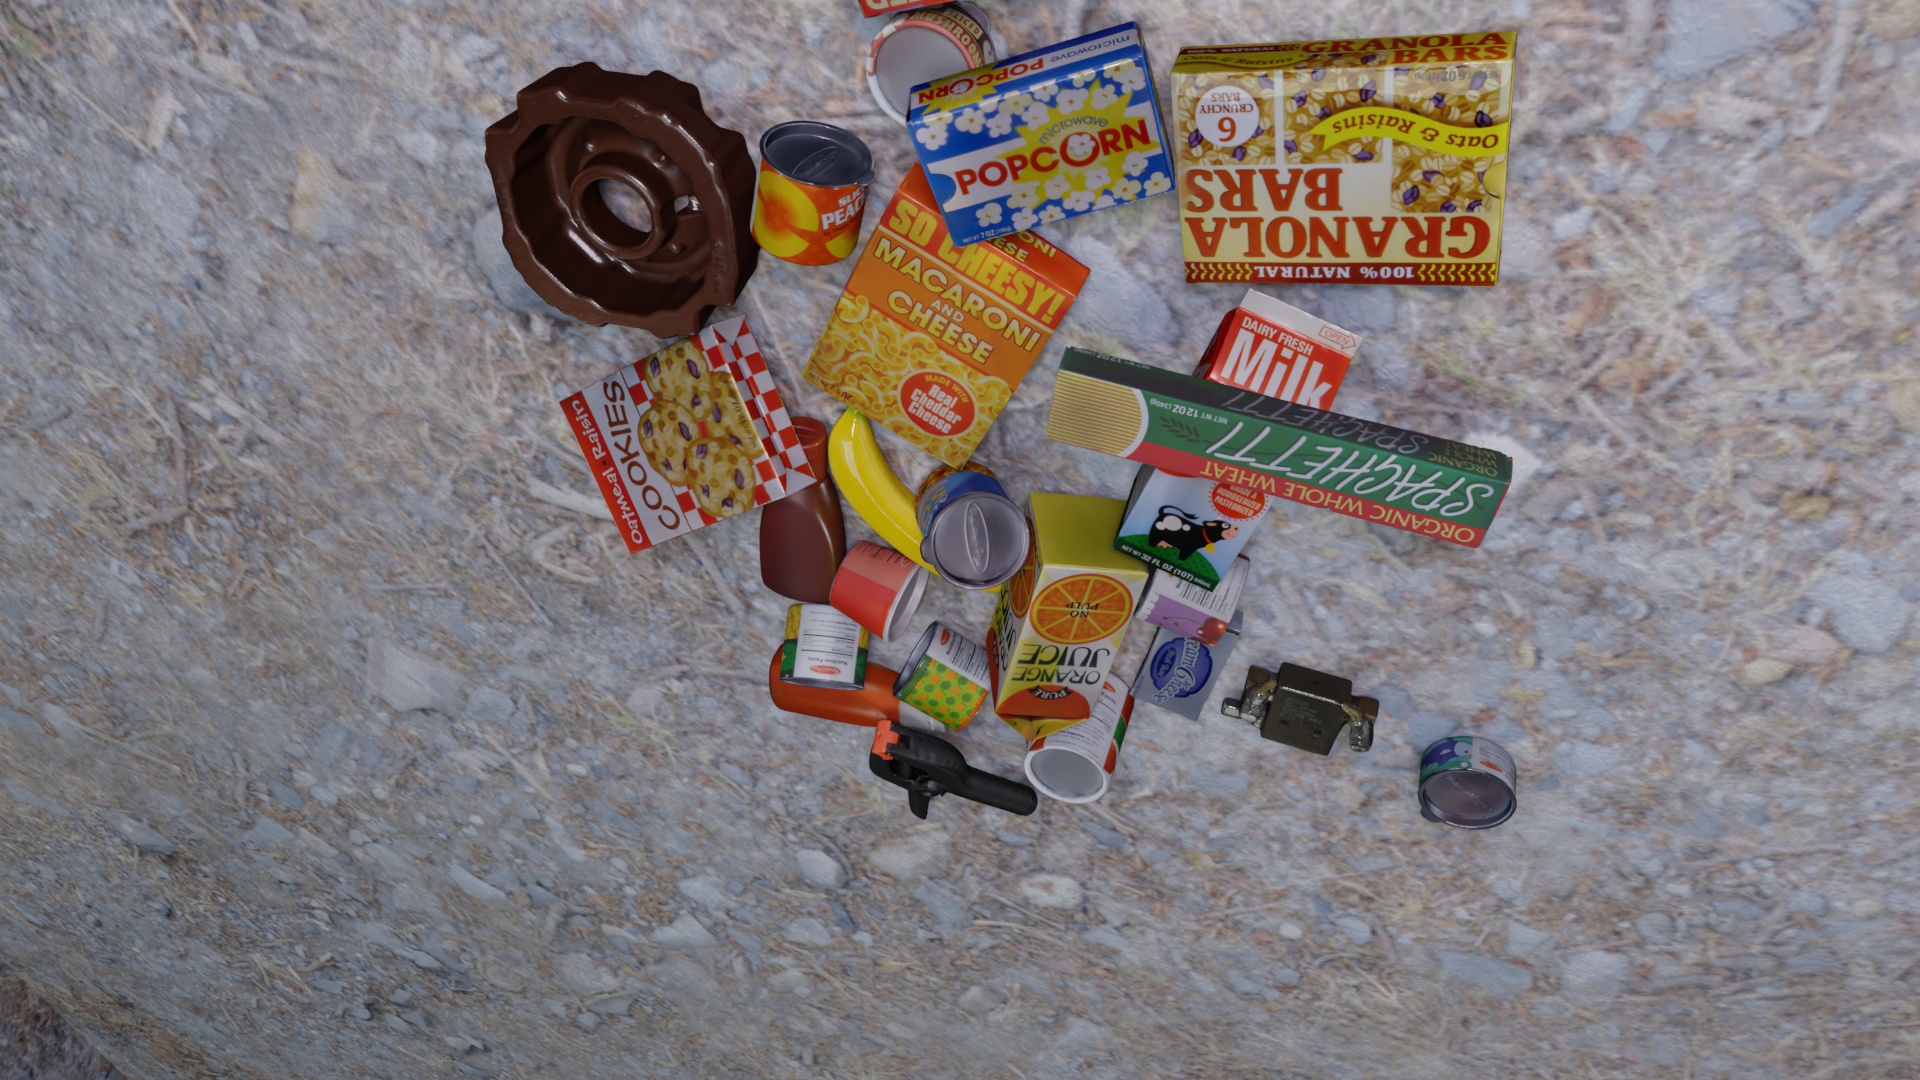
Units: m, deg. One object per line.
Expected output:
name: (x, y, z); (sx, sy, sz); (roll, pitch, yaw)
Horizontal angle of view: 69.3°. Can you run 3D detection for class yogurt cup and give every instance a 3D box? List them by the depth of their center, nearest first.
yogurt cup: (-0.061, 0.035, 1.024); (0.054, 0.073, 0.072); (25, 136, 11)

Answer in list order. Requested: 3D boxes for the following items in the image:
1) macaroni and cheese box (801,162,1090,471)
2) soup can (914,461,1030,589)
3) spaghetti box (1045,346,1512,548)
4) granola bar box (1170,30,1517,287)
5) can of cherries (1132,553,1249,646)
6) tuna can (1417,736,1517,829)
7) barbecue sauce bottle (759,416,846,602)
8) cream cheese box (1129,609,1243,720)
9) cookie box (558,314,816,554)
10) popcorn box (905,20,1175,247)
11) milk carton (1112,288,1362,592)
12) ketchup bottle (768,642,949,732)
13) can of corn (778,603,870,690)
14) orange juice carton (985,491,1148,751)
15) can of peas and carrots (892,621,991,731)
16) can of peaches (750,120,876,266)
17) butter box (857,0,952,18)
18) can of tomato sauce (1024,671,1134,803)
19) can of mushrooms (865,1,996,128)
macaroni and cheese box: (-0.013, -0.135, 0.865); (0.124, 0.040, 0.165); (30, 135, -5)
soup can: (0.003, -0.012, 0.923); (0.071, 0.084, 0.071); (-3, 108, -8)
spaghetti box: (0.172, -0.052, 0.765); (0.250, 0.029, 0.049); (15, 132, 8)
granola bar box: (0.197, -0.194, 0.723); (0.165, 0.039, 0.123); (4, 132, 20)
can of cherries: (0.154, 0.031, 0.929); (0.058, 0.072, 0.071); (21, 135, 2)
tuna can: (0.360, 0.174, 0.992); (0.071, 0.033, 0.070); (12, 133, 13)
barbecue sauce bottle: (-0.115, -0.021, 1.009); (0.065, 0.044, 0.147); (14, 133, 10)
cream cheese box: (0.162, 0.084, 1.000); (0.053, 0.024, 0.103); (20, 135, 5)
cookie box: (-0.192, -0.070, 0.969); (0.167, 0.040, 0.122); (-18, 99, 36)
popcorn box: (0.044, -0.214, 0.740); (0.126, 0.038, 0.085); (-12, 138, 13)
milk carton: (0.164, -0.064, 0.831); (0.072, 0.074, 0.189); (24, 135, 1)
ketchup bottle: (-0.079, 0.124, 1.126); (0.149, 0.044, 0.064); (10, 136, 14)
can of corn: (-0.104, 0.083, 1.072); (0.071, 0.058, 0.071); (6, 169, 1)
orange juice carton: (0.065, 0.061, 0.968); (0.073, 0.072, 0.191); (4, 133, -12)
can of peas and carrots: (-0.012, 0.106, 1.064); (0.059, 0.071, 0.070); (30, 135, -6)
can of peaches: (-0.086, -0.202, 0.815); (0.071, 0.071, 0.057); (22, 135, 3)
butter box: (0.001, -0.295, 0.705); (0.103, 0.053, 0.024); (-2, 131, 25)
can of tomato sauce: (0.089, 0.147, 1.047); (0.071, 0.083, 0.070); (12, 134, 13)
can of mushrooms: (-0.015, -0.260, 0.757); (0.071, 0.034, 0.070); (12, 133, 13)
